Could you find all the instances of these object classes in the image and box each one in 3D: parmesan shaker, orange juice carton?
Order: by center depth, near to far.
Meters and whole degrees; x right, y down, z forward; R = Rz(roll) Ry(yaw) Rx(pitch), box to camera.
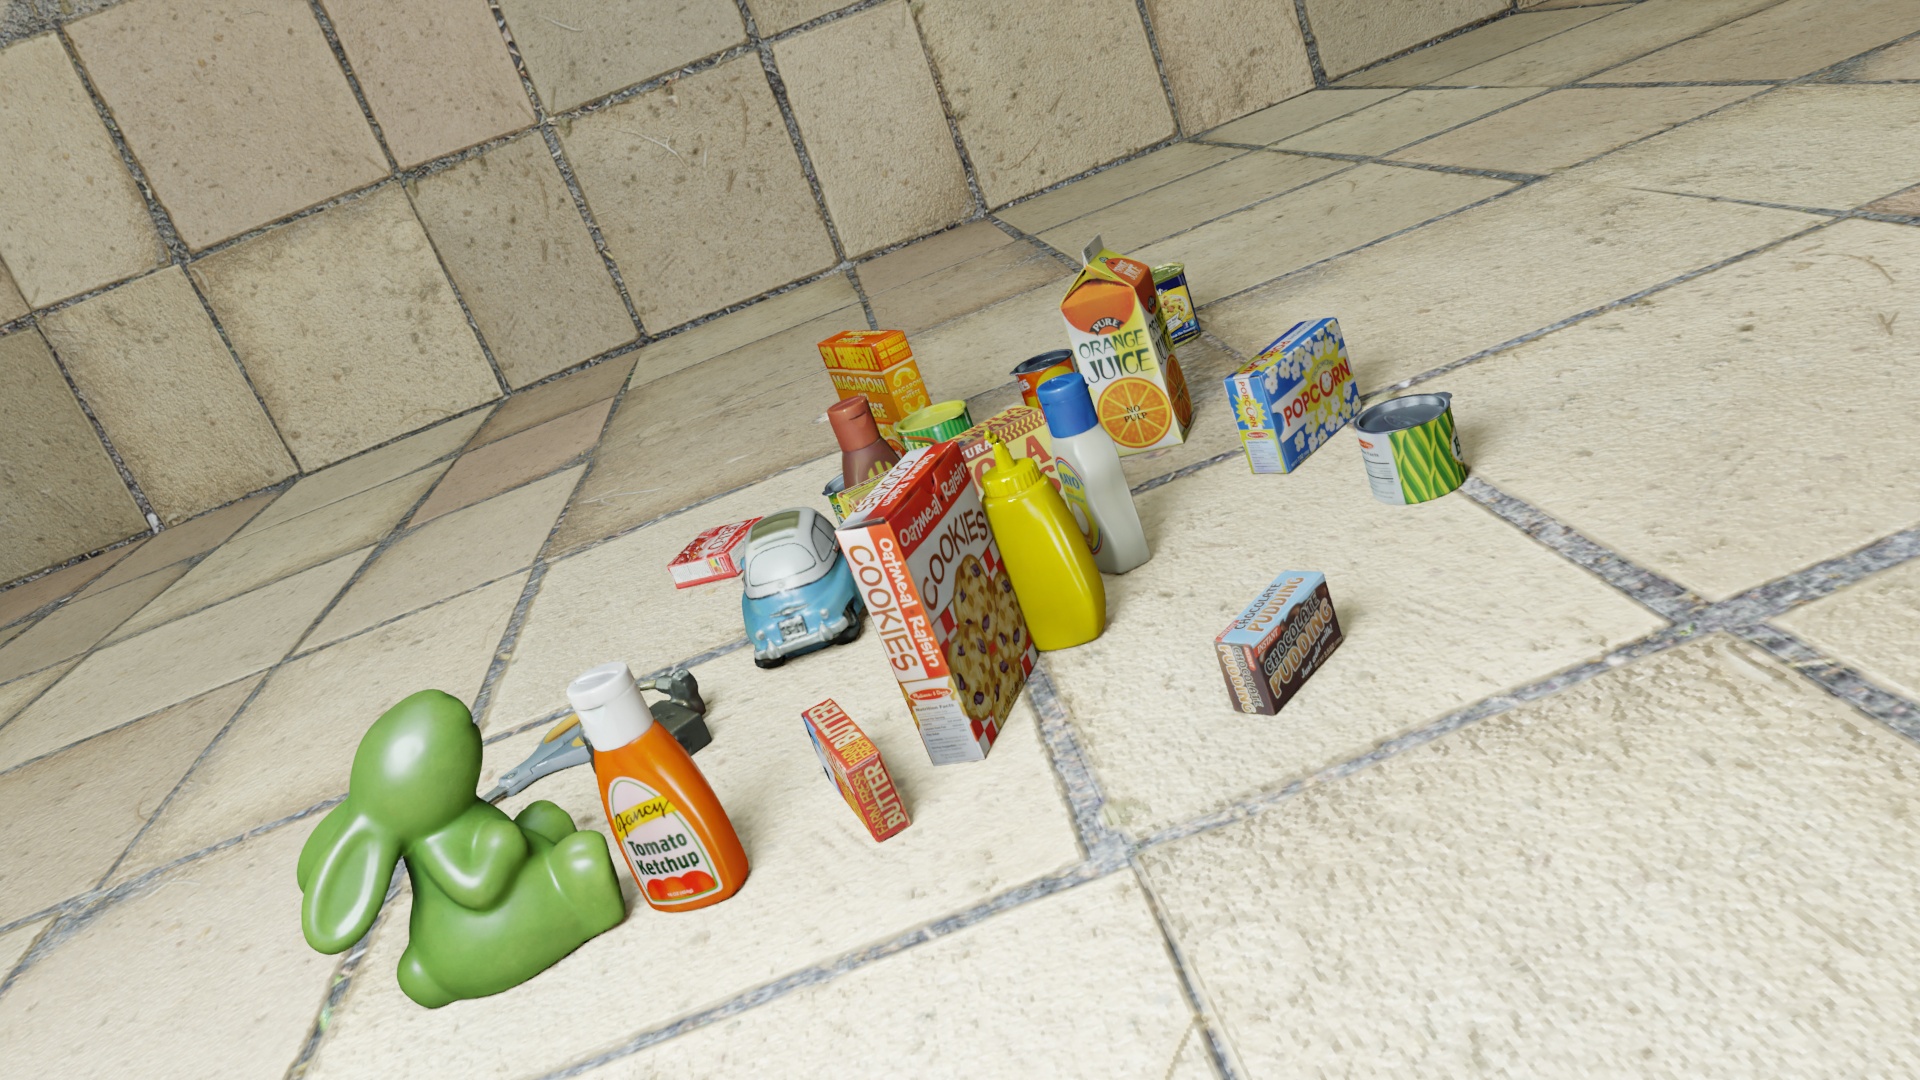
[{"bbox_3d":[-0.008,-0.065,1.241,0.071,0.102,0.071,-19,19,7],"label":"parmesan shaker"},{"bbox_3d":[0.147,-0.179,1.253,0.073,0.192,0.072,-12,21,25],"label":"orange juice carton"}]

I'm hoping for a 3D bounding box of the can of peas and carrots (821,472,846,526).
[{"bbox_3d":[-0.089,-0.033,1.304,0.071,0.058,0.071,-18,19,7],"label":"can of peas and carrots"}]

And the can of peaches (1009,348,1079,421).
[{"bbox_3d":[0.094,-0.162,1.465,0.071,0.058,0.071,-18,19,7],"label":"can of peaches"}]

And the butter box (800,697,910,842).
[{"bbox_3d":[-0.064,0.136,0.835,0.024,0.053,0.103,-26,20,-15],"label":"butter box"}]

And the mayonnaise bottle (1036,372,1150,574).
[{"bbox_3d":[0.096,-0.050,1.027,0.041,0.147,0.065,-26,20,-15],"label":"mayonnaise bottle"}]

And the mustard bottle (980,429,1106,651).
[{"bbox_3d":[0.049,-0.004,0.934,0.065,0.159,0.049,-13,20,21],"label":"mustard bottle"}]

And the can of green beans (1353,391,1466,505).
[{"bbox_3d":[0.317,-0.064,0.978,0.071,0.057,0.071,-18,19,7],"label":"can of green beans"}]

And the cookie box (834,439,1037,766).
[{"bbox_3d":[-0.009,0.037,0.873,0.040,0.167,0.123,-12,21,25],"label":"cookie box"}]

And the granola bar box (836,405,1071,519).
[{"bbox_3d":[0.004,-0.013,1.058,0.166,0.124,0.039,-28,20,-19],"label":"granola bar box"}]

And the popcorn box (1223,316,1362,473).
[{"bbox_3d":[0.272,-0.119,1.127,0.038,0.085,0.127,0,28,47],"label":"popcorn box"}]

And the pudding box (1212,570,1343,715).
[{"bbox_3d":[0.183,0.057,0.801,0.030,0.049,0.084,0,28,46],"label":"pudding box"}]

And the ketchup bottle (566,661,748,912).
[{"bbox_3d":[-0.177,0.140,0.793,0.064,0.148,0.044,-15,20,18],"label":"ketchup bottle"}]

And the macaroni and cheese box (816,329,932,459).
[{"bbox_3d":[-0.070,-0.125,1.367,0.040,0.166,0.124,-30,21,-24],"label":"macaroni and cheese box"}]

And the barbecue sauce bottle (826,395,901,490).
[{"bbox_3d":[-0.072,-0.051,1.199,0.065,0.148,0.043,-28,20,-20],"label":"barbecue sauce bottle"}]
